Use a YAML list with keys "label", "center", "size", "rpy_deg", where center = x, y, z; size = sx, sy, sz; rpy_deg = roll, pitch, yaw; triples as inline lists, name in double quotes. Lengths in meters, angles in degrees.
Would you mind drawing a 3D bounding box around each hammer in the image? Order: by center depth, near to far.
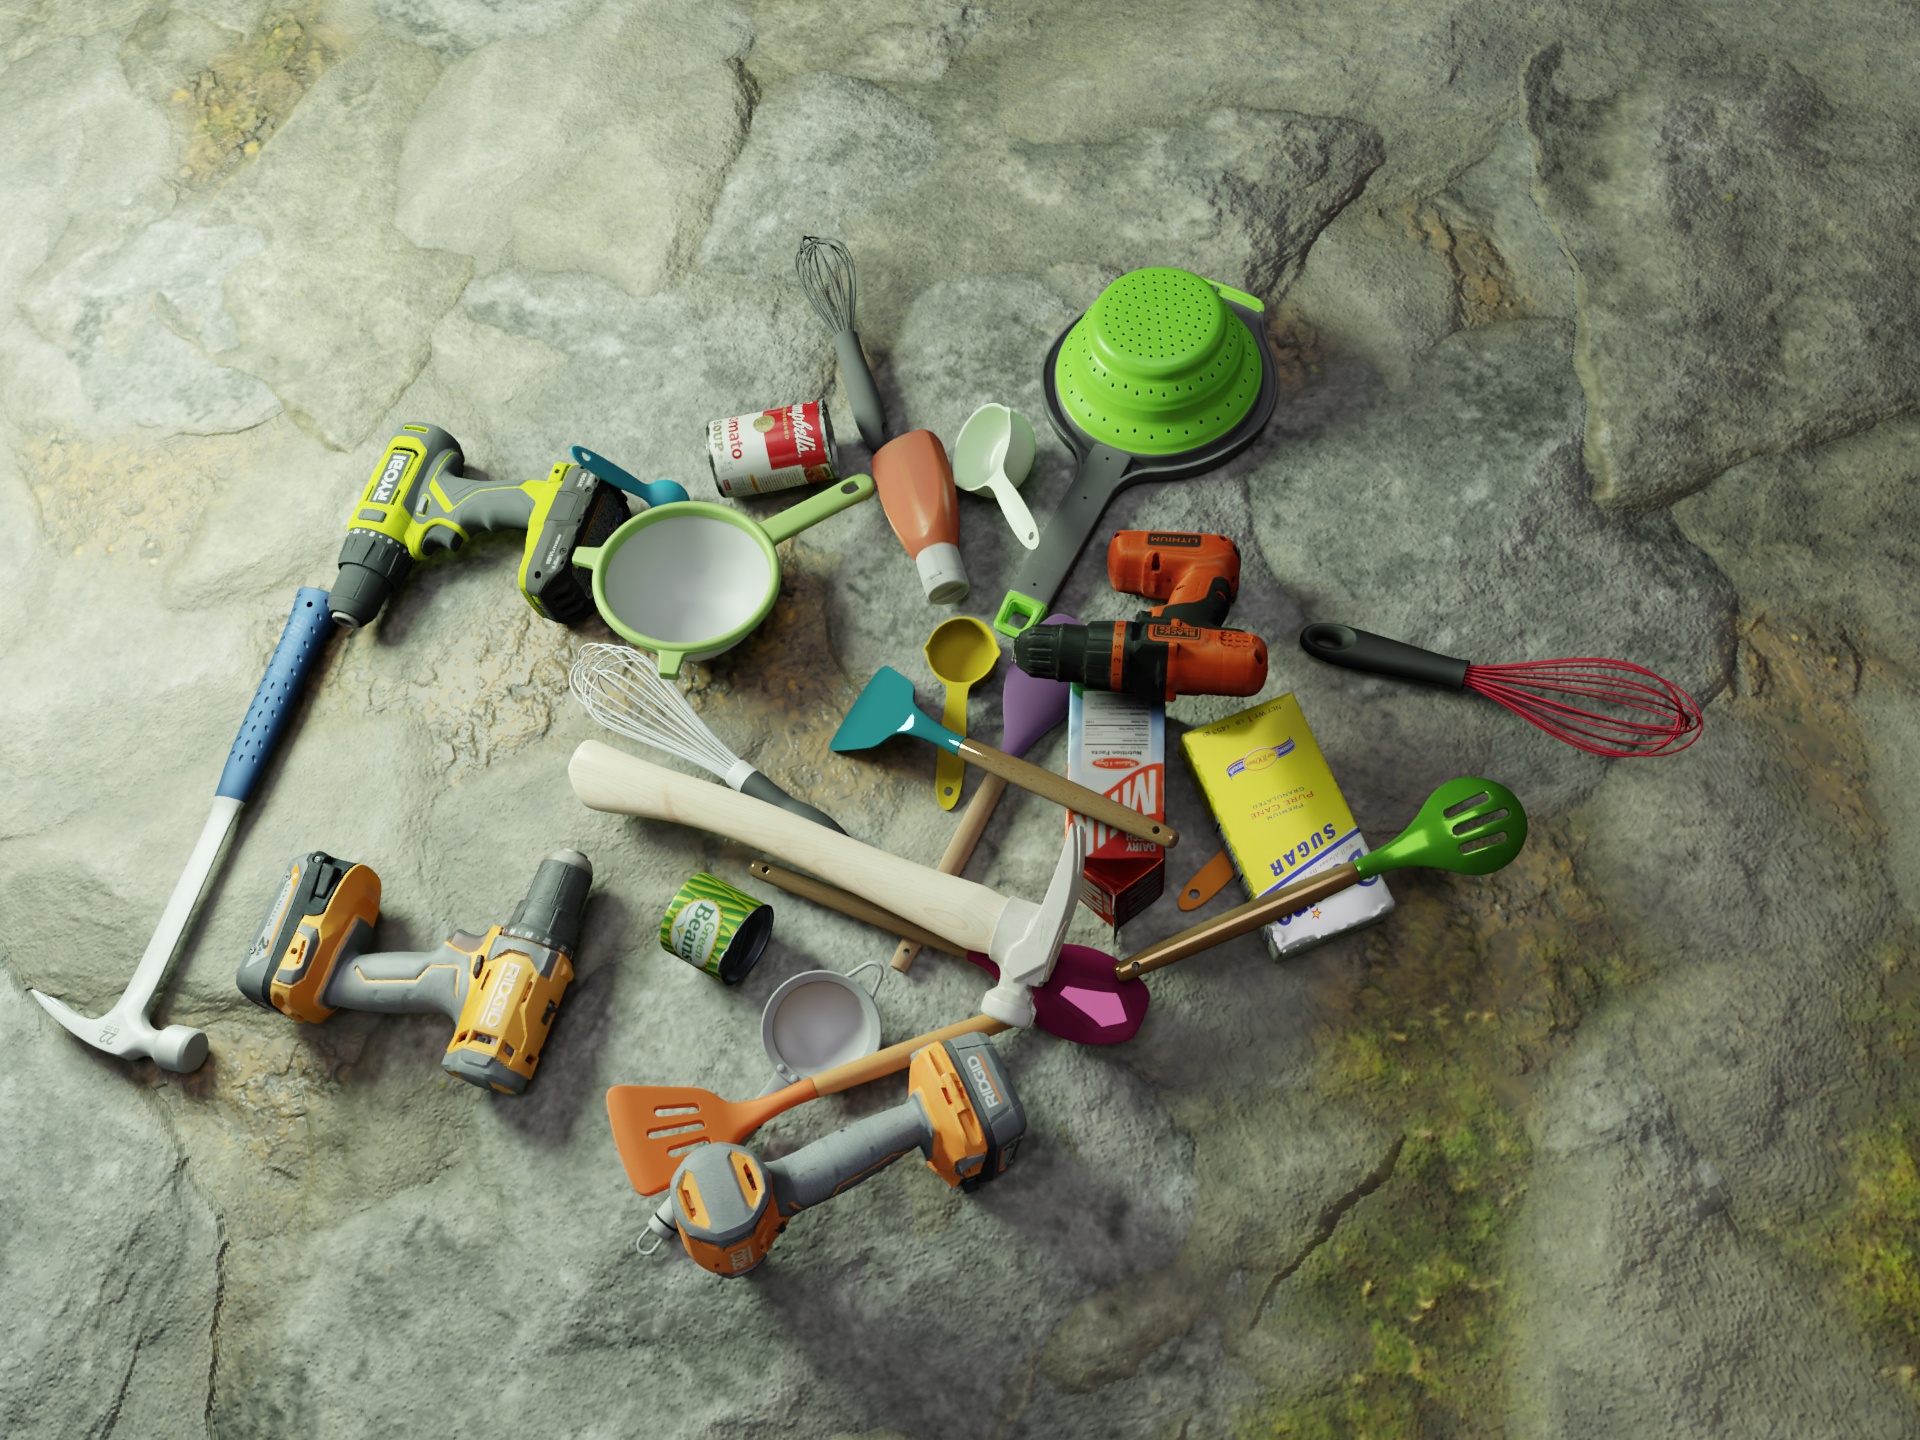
- label: "hammer"
  center: [-0.110, 0.083, 1.170]
  size: [0.411, 0.038, 0.146]
  rpy_deg: [19, 87, 20]
- label: "hammer"
  center: [-0.601, 0.073, 1.286]
  size: [0.144, 0.035, 0.406]
  rpy_deg: [10, 66, 12]

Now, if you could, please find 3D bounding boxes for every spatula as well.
- label: "spatula"
  center: [-0.078, 0.243, 1.100]
  size: [0.322, 0.041, 0.081]
  rpy_deg: [-17, 57, -15]
- label: "spatula"
  center: [0.028, 0.033, 1.174]
  size: [0.318, 0.044, 0.082]
  rpy_deg: [24, 74, 33]
- label: "spatula"
  center: [0.022, 0.051, 1.224]
  size: [0.060, 0.018, 0.316]
  rpy_deg: [27, 71, 2]

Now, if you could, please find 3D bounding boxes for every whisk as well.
- label: "whisk"
  center: [0.400, -0.030, 1.198]
  size: [0.296, 0.073, 0.073]
  rpy_deg: [15, 67, 21]
- label: "whisk"
  center: [-0.195, 0.026, 1.247]
  size: [0.285, 0.070, 0.070]
  rpy_deg: [34, 73, 16]
- label: "whisk"
  center: [-0.101, -0.338, 1.417]
  size: [0.055, 0.055, 0.239]
  rpy_deg: [-17, 68, -1]

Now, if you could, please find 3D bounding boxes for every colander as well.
- label: "colander"
  center: [0.128, -0.245, 1.311]
  size: [0.204, 0.094, 0.397]
  rpy_deg: [24, 69, 17]

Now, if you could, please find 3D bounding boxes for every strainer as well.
- label: "strainer"
  center: [-0.142, 0.272, 1.129]
  size: [0.087, 0.050, 0.258]
  rpy_deg: [40, 80, 0]
- label: "strainer"
  center: [-0.179, -0.127, 1.318]
  size: [0.256, 0.069, 0.152]
  rpy_deg: [-31, 64, -22]

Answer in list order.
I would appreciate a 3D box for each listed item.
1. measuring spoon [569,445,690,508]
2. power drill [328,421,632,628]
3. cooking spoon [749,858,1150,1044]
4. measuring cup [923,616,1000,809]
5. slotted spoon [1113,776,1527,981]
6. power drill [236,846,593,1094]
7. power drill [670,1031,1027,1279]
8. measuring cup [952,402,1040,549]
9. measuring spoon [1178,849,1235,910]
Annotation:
- label: "measuring spoon"
  center: [-0.271, -0.202, 1.328]
  size: [0.021, 0.128, 0.042]
  rpy_deg: [-23, 59, 30]
- label: "power drill"
  center: [-0.414, -0.153, 1.350]
  size: [0.228, 0.080, 0.191]
  rpy_deg: [10, 65, 15]
- label: "cooking spoon"
  center: [-0.016, 0.159, 1.157]
  size: [0.319, 0.017, 0.069]
  rpy_deg: [18, 69, 19]
- label: "measuring cup"
  center: [-0.002, -0.004, 1.257]
  size: [0.062, 0.029, 0.157]
  rpy_deg: [4, 77, 9]
- label: "slotted spoon"
  center: [0.253, 0.117, 1.109]
  size: [0.314, 0.031, 0.070]
  rpy_deg: [-22, 77, -3]
- label: "power drill"
  center: [-0.397, 0.163, 1.194]
  size: [0.226, 0.084, 0.185]
  rpy_deg: [14, 66, 9]
- label: "power drill"
  center: [-0.078, 0.299, 1.057]
  size: [0.226, 0.164, 0.084]
  rpy_deg: [-19, 63, -16]
- label: "measuring cup"
  center: [0.045, -0.191, 1.301]
  size: [0.083, 0.038, 0.168]
  rpy_deg: [-50, 44, 28]
- label: "measuring spoon"
  center: [0.204, 0.099, 1.182]
  size: [0.117, 0.011, 0.021]
  rpy_deg: [-42, 66, -13]
